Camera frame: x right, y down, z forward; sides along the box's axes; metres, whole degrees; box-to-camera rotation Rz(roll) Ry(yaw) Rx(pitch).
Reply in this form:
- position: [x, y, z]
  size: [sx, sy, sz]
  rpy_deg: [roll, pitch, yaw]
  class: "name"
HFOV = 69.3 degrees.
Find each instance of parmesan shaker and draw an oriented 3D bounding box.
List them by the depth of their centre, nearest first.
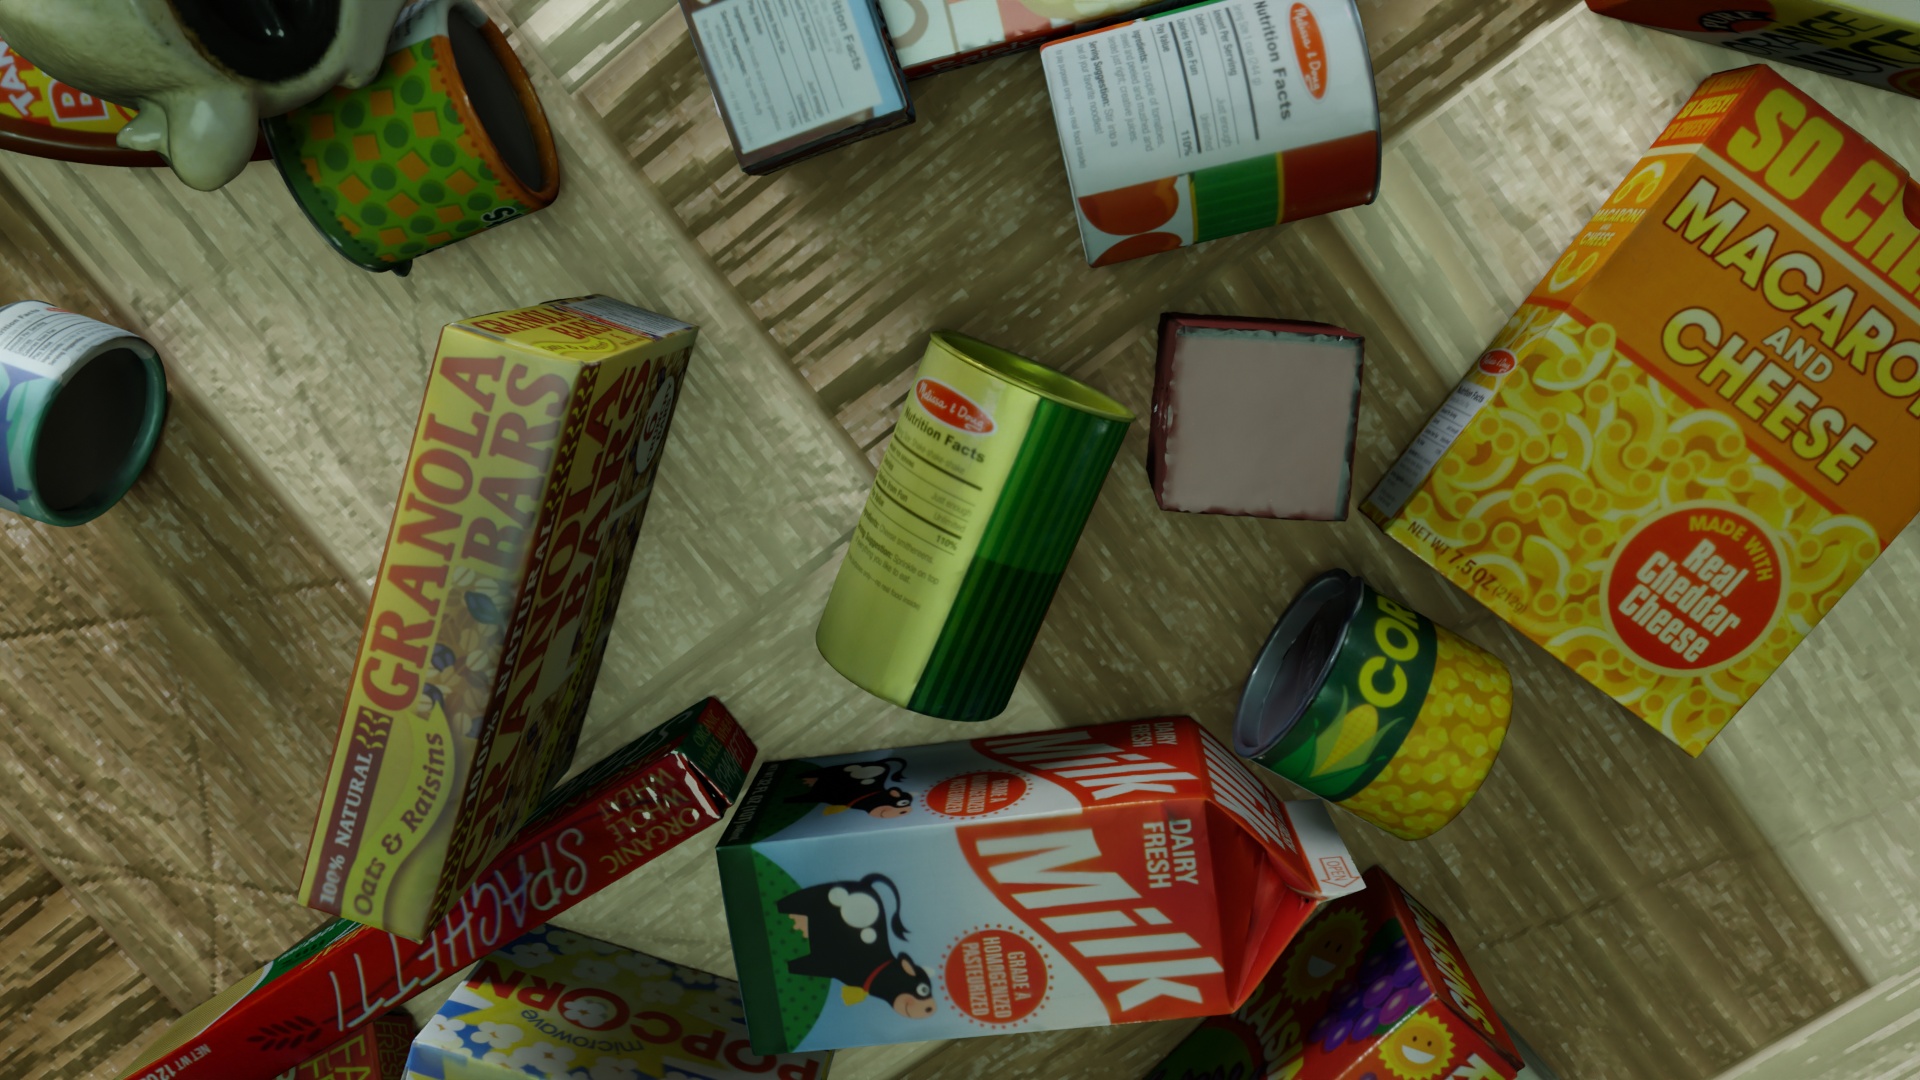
- position: [0.002, -0.005, 0.429]
  size: [0.071, 0.071, 0.102]
  rpy_deg: [22, 104, -1]
  class: "parmesan shaker"

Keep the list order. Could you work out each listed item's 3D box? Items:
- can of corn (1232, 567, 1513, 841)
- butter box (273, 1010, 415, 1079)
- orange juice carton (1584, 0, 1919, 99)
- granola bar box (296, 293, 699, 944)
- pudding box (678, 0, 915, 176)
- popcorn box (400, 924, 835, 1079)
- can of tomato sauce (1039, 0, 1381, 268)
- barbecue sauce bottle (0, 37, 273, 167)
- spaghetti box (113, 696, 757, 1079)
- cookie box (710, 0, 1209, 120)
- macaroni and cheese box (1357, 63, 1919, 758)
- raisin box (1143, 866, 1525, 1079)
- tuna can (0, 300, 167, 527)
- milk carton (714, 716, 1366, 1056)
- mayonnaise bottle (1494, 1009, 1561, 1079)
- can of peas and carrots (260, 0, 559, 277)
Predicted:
- position: [0.128, 0.049, 0.429]
  size: [0.058, 0.071, 0.071]
  rpy_deg: [28, 103, -4]
  class: "can of corn"
- position: [-0.210, 0.224, 0.484]
  size: [0.053, 0.024, 0.104]
  rpy_deg: [-29, 61, 10]
  class: "butter box"
- position: [0.246, -0.169, 0.372]
  size: [0.193, 0.072, 0.073]
  rpy_deg: [15, 103, 0]
  class: "orange juice carton"
- position: [-0.131, 0.013, 0.410]
  size: [0.039, 0.124, 0.165]
  rpy_deg: [19, 103, -2]
  class: "granola bar box"
- position: [-0.048, -0.147, 0.375]
  size: [0.049, 0.030, 0.083]
  rpy_deg: [-18, 101, 8]
  class: "pudding box"
- position: [-0.110, 0.178, 0.464]
  size: [0.127, 0.085, 0.038]
  rpy_deg: [17, 102, 0]
  class: "popcorn box"
- position: [0.070, -0.119, 0.399]
  size: [0.083, 0.071, 0.071]
  rpy_deg: [-13, 102, 7]
  class: "can of tomato sauce"
- position: [-0.280, -0.146, 0.425]
  size: [0.148, 0.044, 0.064]
  rpy_deg: [-2, 97, 4]
  class: "barbecue sauce bottle"
- position: [-0.181, 0.132, 0.477]
  size: [0.250, 0.050, 0.028]
  rpy_deg: [-31, 100, 9]
  class: "spaghetti box"
- position: [-0.004, -0.201, 0.398]
  size: [0.167, 0.040, 0.122]
  rpy_deg: [-13, 102, 5]
  class: "cookie box"
- position: [0.224, -0.036, 0.419]
  size: [0.124, 0.040, 0.166]
  rpy_deg: [35, 102, -5]
  class: "macaroni and cheese box"
- position: [0.113, 0.175, 0.449]
  size: [0.040, 0.086, 0.123]
  rpy_deg: [41, 102, -4]
  class: "raisin box"
- position: [-0.286, -0.037, 0.438]
  size: [0.033, 0.071, 0.071]
  rpy_deg: [19, 103, -1]
  class: "tuna can"
- position: [0.026, 0.107, 0.446]
  size: [0.191, 0.072, 0.073]
  rpy_deg: [-7, 102, 5]
  class: "milk carton"
- position: [0.138, 0.222, 0.480]
  size: [0.148, 0.041, 0.064]
  rpy_deg: [-43, 98, 11]
  class: "mayonnaise bottle"
- position: [-0.160, -0.119, 0.413]
  size: [0.059, 0.071, 0.071]
  rpy_deg: [-19, 101, 7]
  class: "can of peas and carrots"
